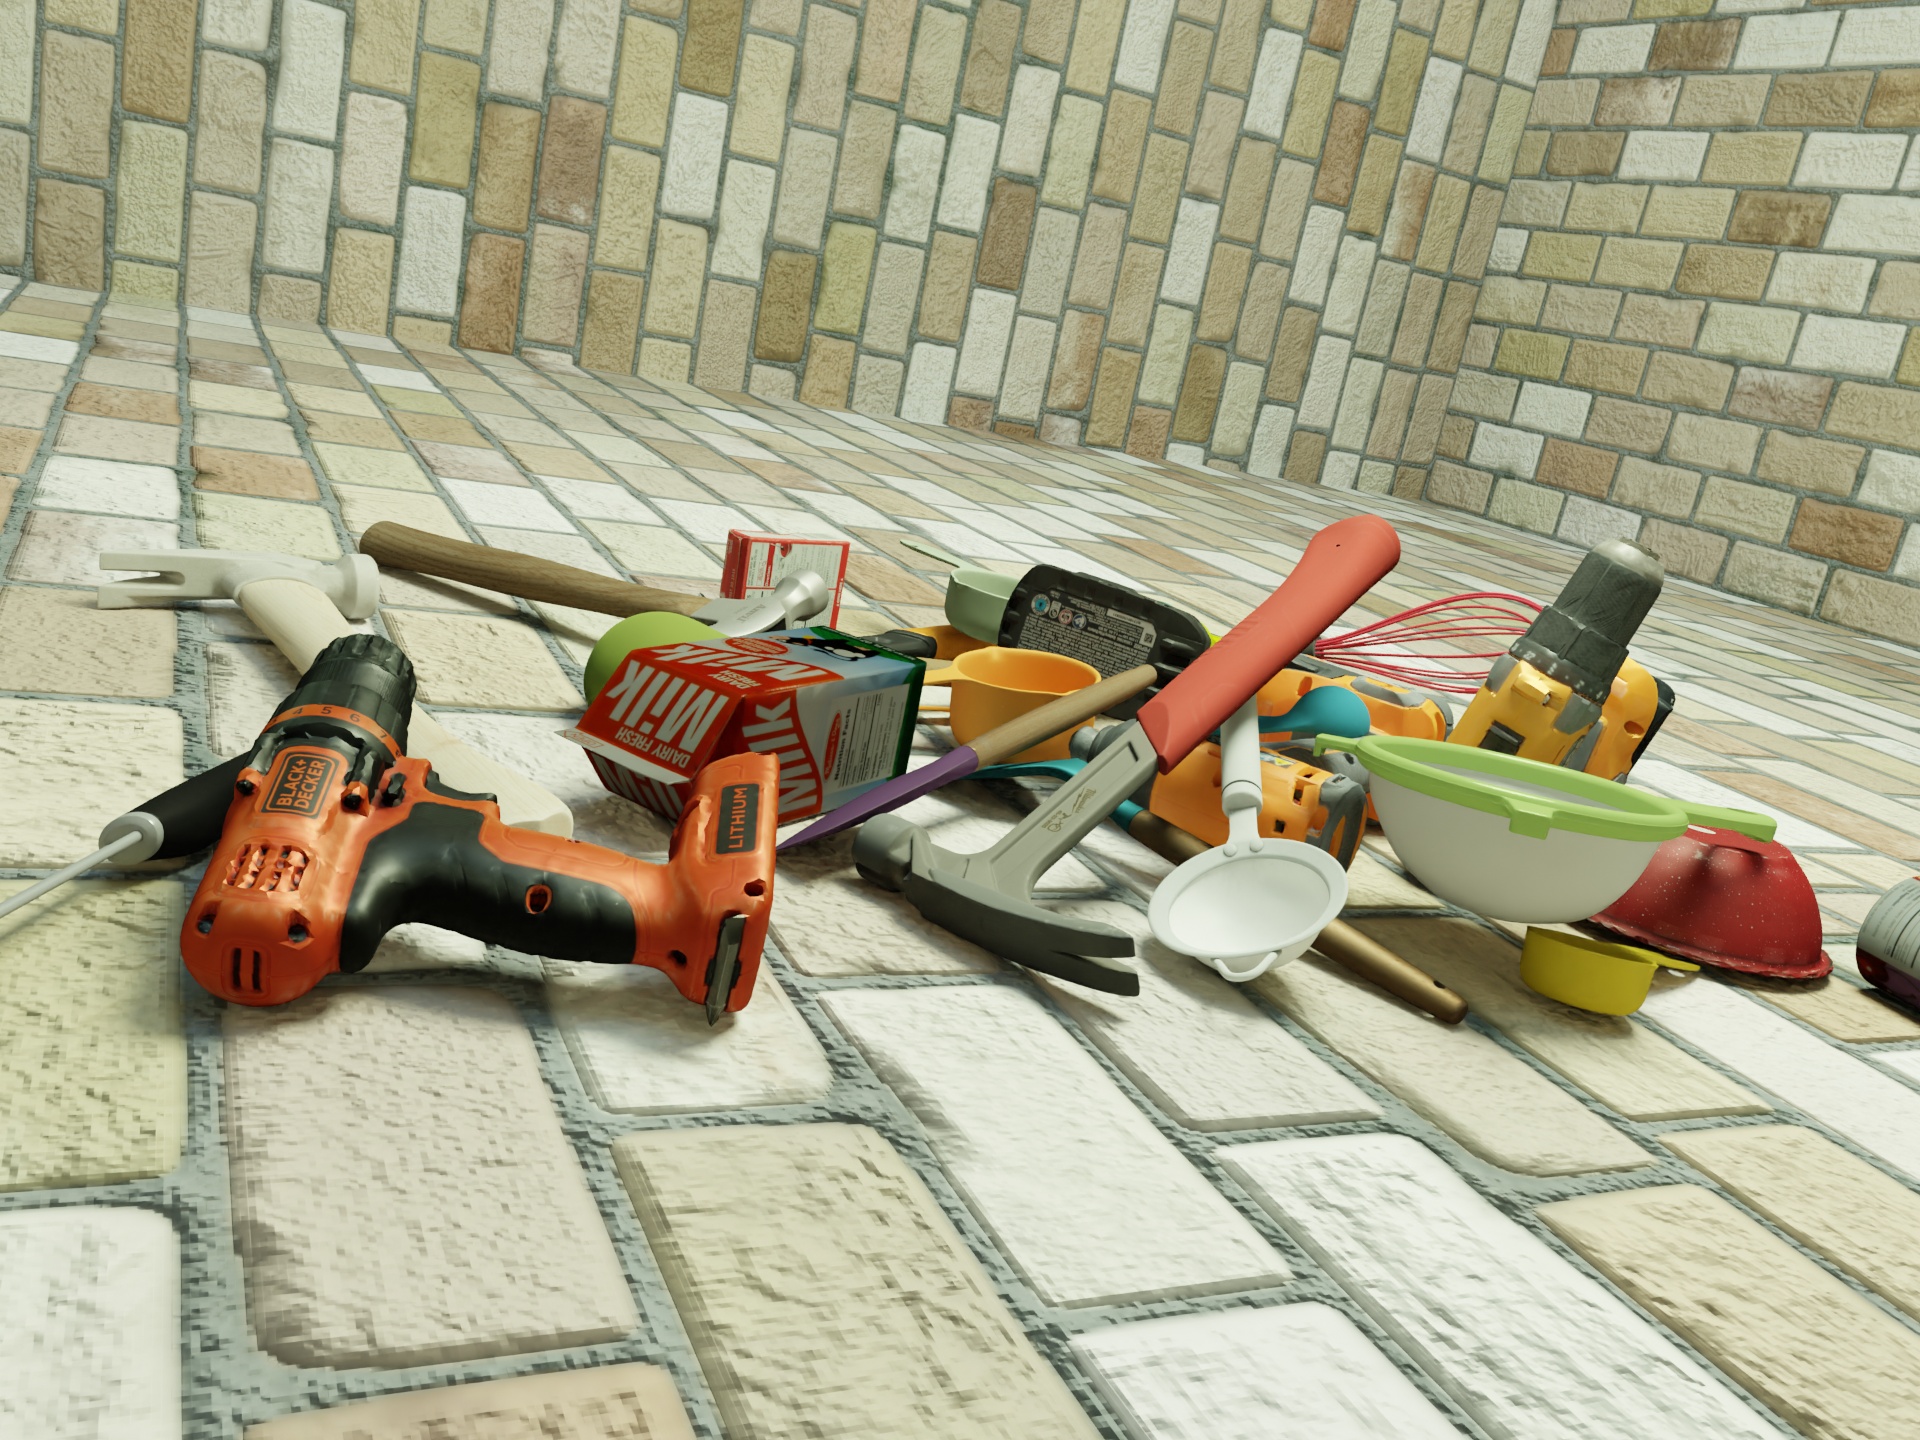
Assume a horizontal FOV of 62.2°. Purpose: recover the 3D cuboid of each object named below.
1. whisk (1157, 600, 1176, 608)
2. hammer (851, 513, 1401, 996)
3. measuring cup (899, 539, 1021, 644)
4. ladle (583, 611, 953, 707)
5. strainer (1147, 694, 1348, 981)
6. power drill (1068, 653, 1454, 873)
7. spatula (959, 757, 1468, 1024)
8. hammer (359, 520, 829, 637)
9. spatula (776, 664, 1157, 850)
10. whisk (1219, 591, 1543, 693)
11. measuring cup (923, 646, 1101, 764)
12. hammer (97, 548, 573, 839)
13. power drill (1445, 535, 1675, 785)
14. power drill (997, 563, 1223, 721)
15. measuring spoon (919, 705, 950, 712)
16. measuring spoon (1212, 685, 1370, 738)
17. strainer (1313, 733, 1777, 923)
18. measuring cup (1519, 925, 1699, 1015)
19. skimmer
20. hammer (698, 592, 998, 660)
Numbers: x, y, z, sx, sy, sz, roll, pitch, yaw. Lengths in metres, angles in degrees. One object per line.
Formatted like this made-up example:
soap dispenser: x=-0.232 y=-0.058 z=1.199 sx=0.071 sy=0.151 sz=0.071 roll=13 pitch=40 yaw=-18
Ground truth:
whisk: x=0.218 y=-0.036 z=1.215 sx=0.047 sy=0.051 sz=0.245 roll=5 pitch=18 yaw=-43
hammer: x=0.120 y=-0.006 z=0.757 sx=0.149 sy=0.036 sz=0.359 roll=18 pitch=42 yaw=38
measuring cup: x=0.001 y=-0.092 z=1.132 sx=0.083 sy=0.038 sz=0.168 roll=1 pitch=19 yaw=-37
ladle: x=-0.076 y=-0.022 z=0.938 sx=0.320 sy=0.062 sz=0.078 roll=4 pitch=-7 yaw=-44
strainer: x=0.134 y=0.044 z=0.742 sx=0.087 sy=0.050 sz=0.259 roll=-10 pitch=34 yaw=15
power drill: x=0.174 y=0.021 z=0.905 sx=0.164 sy=0.084 sz=0.226 roll=21 pitch=22 yaw=29
spatula: x=0.105 y=0.071 z=0.781 sx=0.082 sy=0.044 sz=0.318 roll=-3 pitch=26 yaw=-46
hammer: x=-0.256 y=-0.085 z=1.012 sx=0.331 sy=0.031 sz=0.130 roll=14 pitch=33 yaw=26
spatula: x=0.016 y=0.014 z=0.817 sx=0.060 sy=0.018 sz=0.316 roll=-22 pitch=1 yaw=40
whisk: x=0.274 y=-0.049 z=1.132 sx=0.296 sy=0.073 sz=0.073 roll=-2 pitch=7 yaw=31
measuring cup: x=-0.001 y=-0.003 z=0.921 sx=0.173 sy=0.052 sz=0.095 roll=-5 pitch=21 yaw=-24
hammer: x=-0.300 y=-0.016 z=0.764 sx=0.146 sy=0.038 sz=0.411 roll=-2 pitch=20 yaw=-37
power drill: x=0.350 y=-0.010 z=0.916 sx=0.084 sy=0.185 sz=0.226 roll=36 pitch=16 yaw=27
power drill: x=0.138 y=-0.039 z=1.062 sx=0.171 sy=0.080 sz=0.223 roll=22 pitch=8 yaw=29
measuring spoon: x=0.000 y=-0.002 z=0.992 sx=0.116 sy=0.011 sz=0.021 roll=4 pitch=-1 yaw=-38
measuring spoon: x=0.159 y=-0.006 z=0.837 sx=0.128 sy=0.021 sz=0.042 roll=-1 pitch=24 yaw=-19
strainer: x=0.301 y=0.063 z=0.773 sx=0.256 sy=0.069 sz=0.152 roll=8 pitch=9 yaw=-27
measuring cup: x=0.318 y=0.123 z=0.761 sx=0.156 sy=0.029 sz=0.062 roll=14 pitch=2 yaw=-45
skimmer: x=-0.305 y=0.028 z=0.496 sx=0.127 sy=0.090 sz=0.363 roll=-19 pitch=11 yaw=7
hammer: x=-0.025 y=-0.055 z=1.116 sx=0.336 sy=0.034 sz=0.127 roll=-4 pitch=23 yaw=-46
